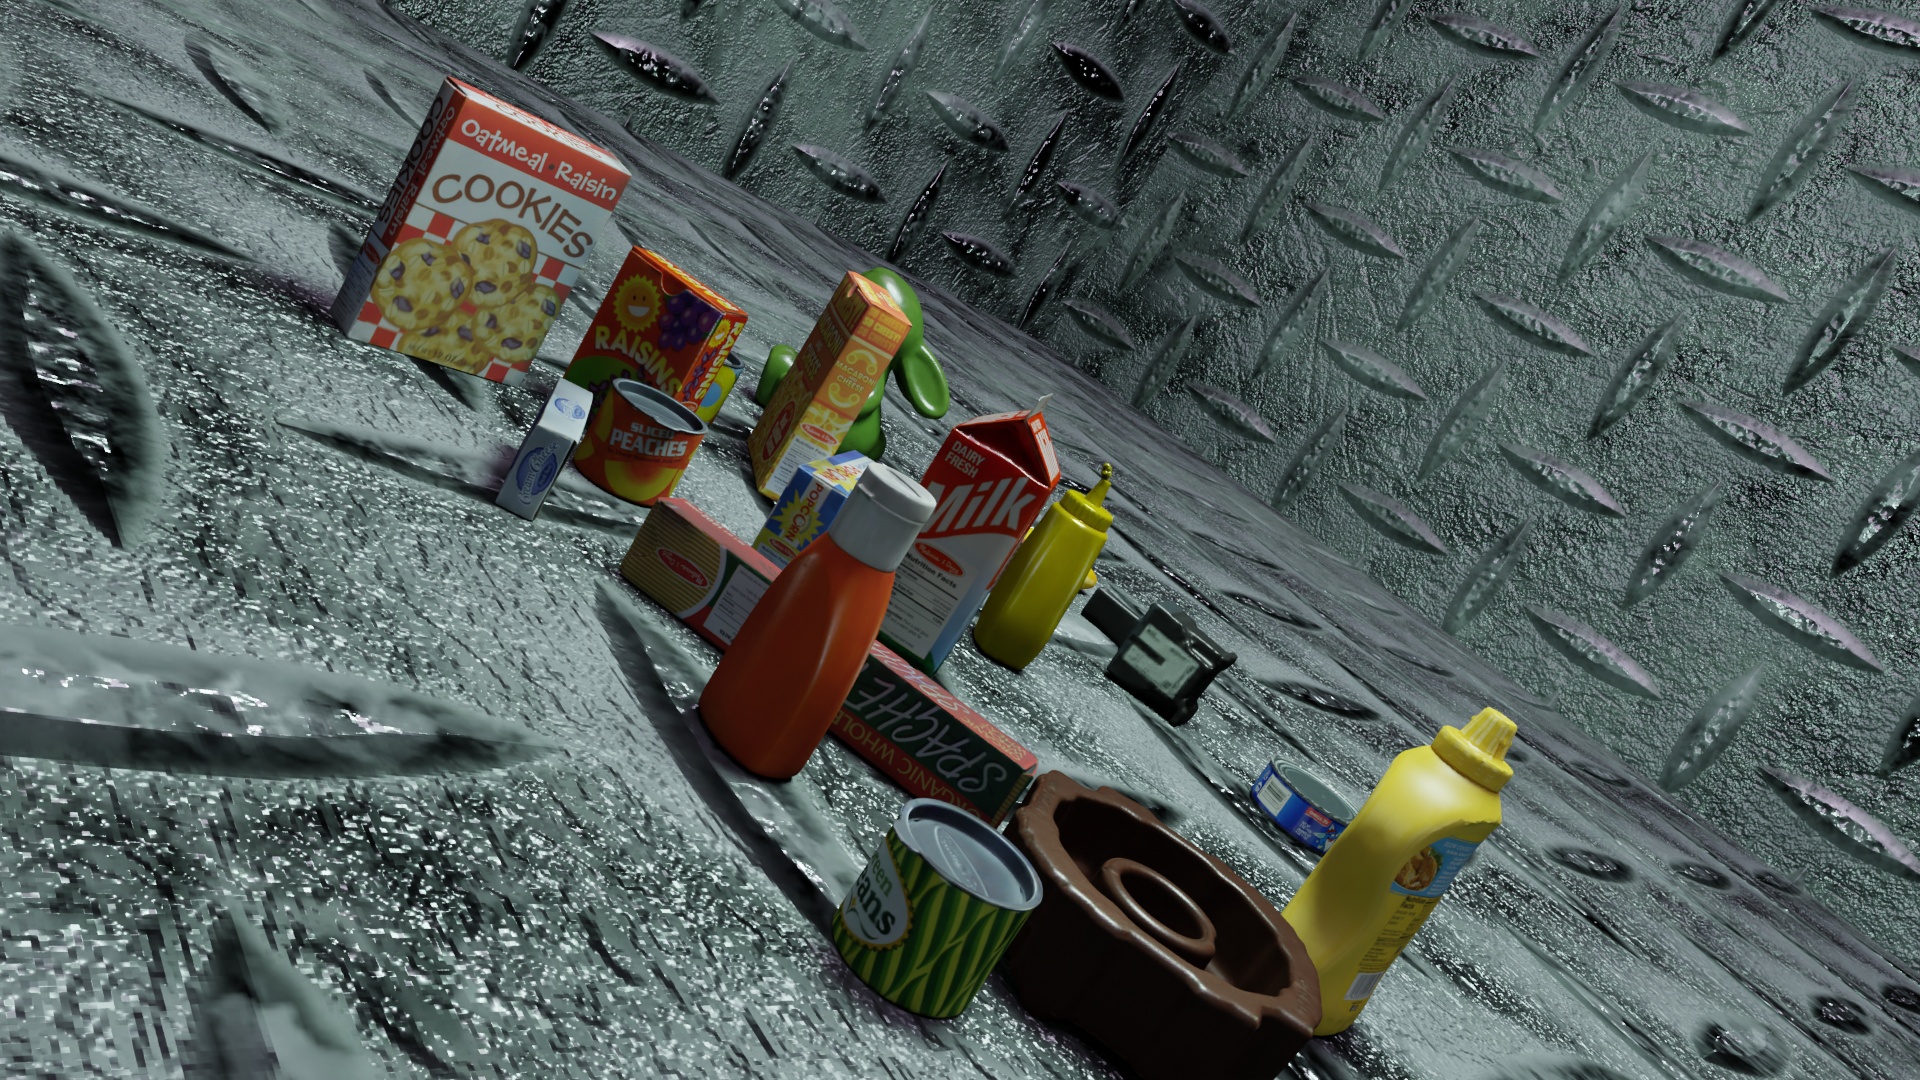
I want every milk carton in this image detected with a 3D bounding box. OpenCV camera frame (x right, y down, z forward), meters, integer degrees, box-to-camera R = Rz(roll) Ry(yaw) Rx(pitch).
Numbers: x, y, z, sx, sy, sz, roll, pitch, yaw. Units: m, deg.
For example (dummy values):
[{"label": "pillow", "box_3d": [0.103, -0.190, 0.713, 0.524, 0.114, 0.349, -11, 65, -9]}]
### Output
[{"label": "milk carton", "box_3d": [0.003, -0.011, 0.877, 0.073, 0.190, 0.072, 33, 12, 3]}]

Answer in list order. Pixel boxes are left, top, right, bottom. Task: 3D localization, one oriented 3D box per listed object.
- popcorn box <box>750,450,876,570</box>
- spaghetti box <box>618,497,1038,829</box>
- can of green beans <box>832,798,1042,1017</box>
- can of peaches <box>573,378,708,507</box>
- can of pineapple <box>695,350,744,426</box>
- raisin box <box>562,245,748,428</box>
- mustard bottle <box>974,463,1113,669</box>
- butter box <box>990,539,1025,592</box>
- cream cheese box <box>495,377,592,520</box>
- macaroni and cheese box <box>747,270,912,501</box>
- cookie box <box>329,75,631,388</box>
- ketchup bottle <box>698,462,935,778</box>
[{"label": "popcorn box", "box_3d": [-0.090, -0.009, 0.890, 0.038, 0.085, 0.127, 33, 13, 5]}, {"label": "spaghetti box", "box_3d": [-0.072, 0.066, 0.734, 0.250, 0.050, 0.029, 35, 13, 13]}, {"label": "can of green beans", "box_3d": [-0.010, 0.147, 0.559, 0.071, 0.057, 0.071, 30, 13, -8]}, {"label": "can of peaches", "box_3d": [-0.203, -0.061, 0.880, 0.071, 0.058, 0.071, 30, 13, -8]}, {"label": "can of pineapple", "box_3d": [-0.214, -0.132, 1.116, 0.071, 0.057, 0.071, 30, 13, -8]}, {"label": "raisin box", "box_3d": [-0.213, -0.124, 0.947, 0.086, 0.123, 0.040, 36, 13, 15]}, {"label": "mustard bottle", "box_3d": [0.068, 0.015, 0.998, 0.049, 0.160, 0.065, 29, 13, -13]}, {"label": "butter box", "box_3d": [0.015, -0.003, 1.181, 0.024, 0.053, 0.104, 23, 16, -37]}, {"label": "cream cheese box", "box_3d": [-0.235, -0.054, 0.790, 0.024, 0.053, 0.104, 28, 13, -18]}, {"label": "macaroni and cheese box", "box_3d": [-0.106, -0.120, 1.079, 0.040, 0.166, 0.124, 27, 13, -22]}, {"label": "cookie box", "box_3d": [-0.304, -0.192, 0.886, 0.123, 0.167, 0.040, 17, 20, -50]}, {"label": "ketchup bottle", "box_3d": [-0.065, 0.035, 0.645, 0.043, 0.148, 0.065, 18, 19, -49]}]
